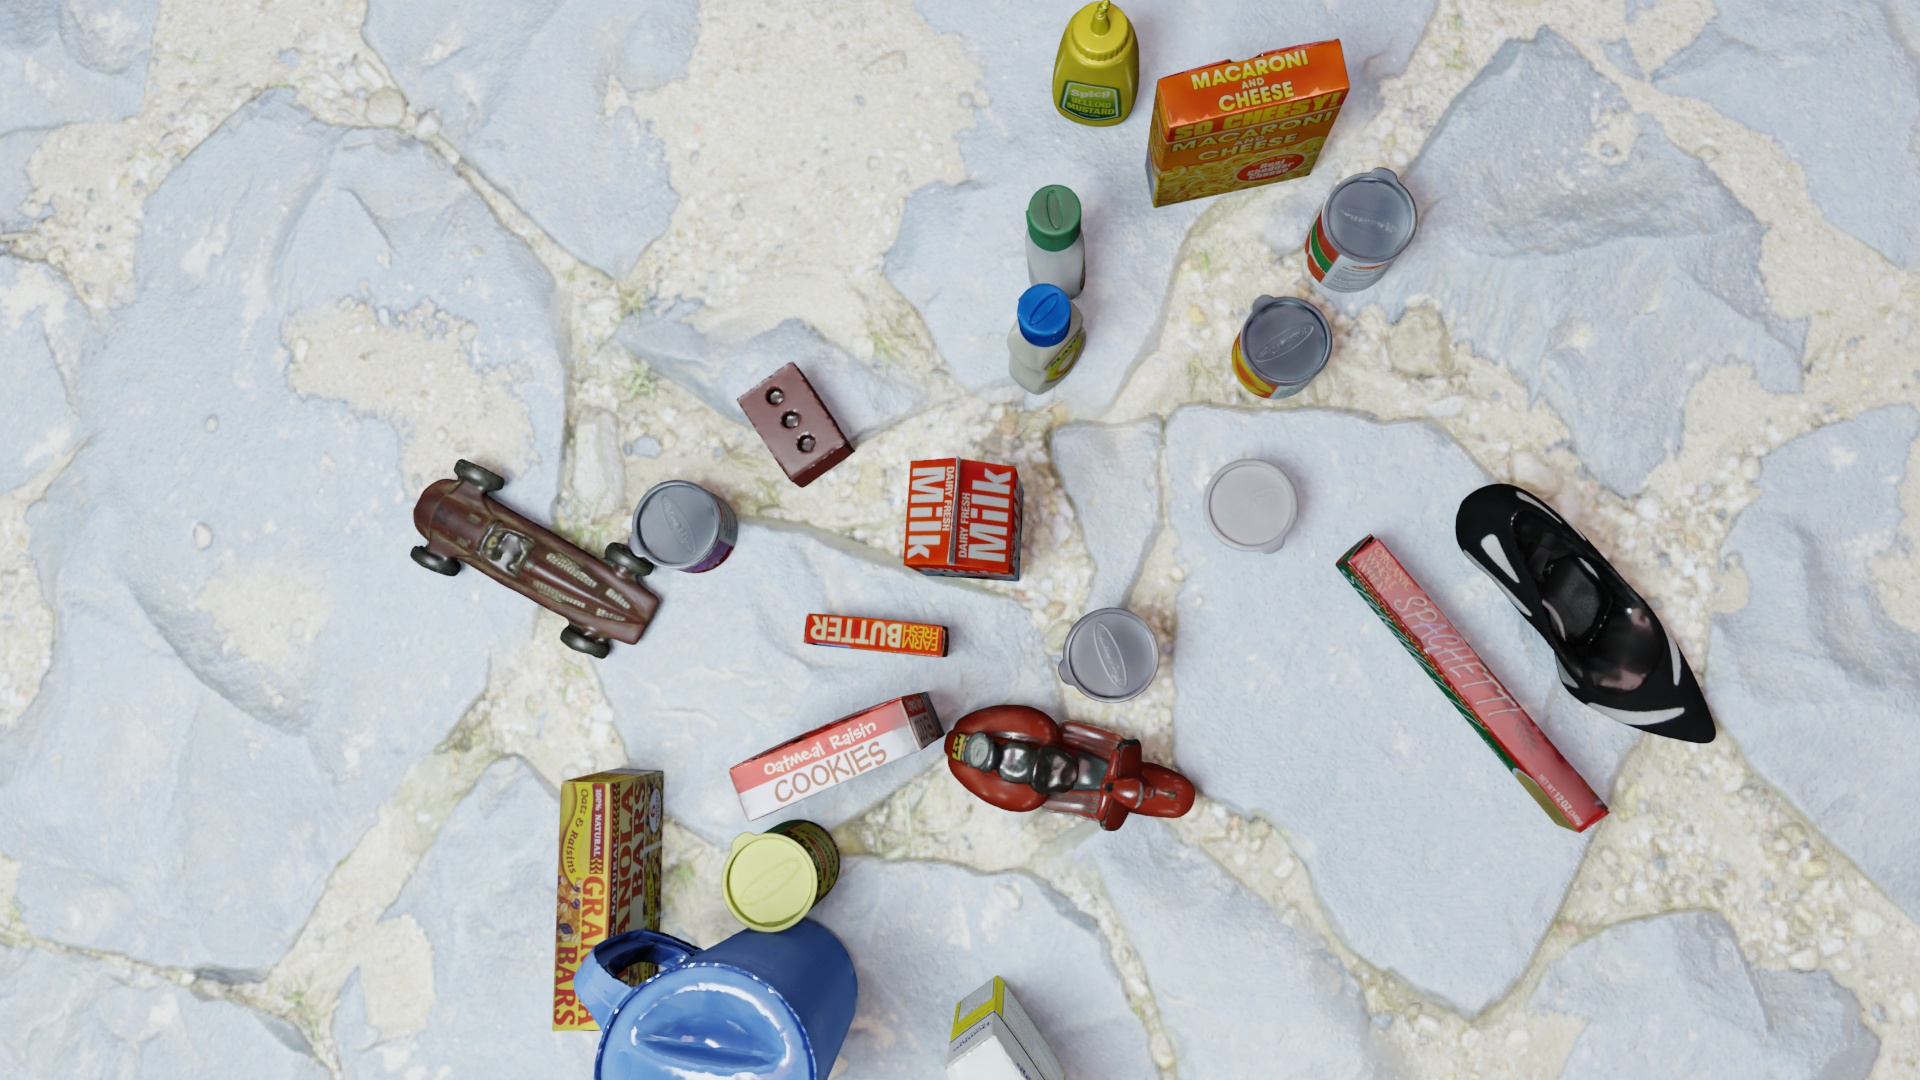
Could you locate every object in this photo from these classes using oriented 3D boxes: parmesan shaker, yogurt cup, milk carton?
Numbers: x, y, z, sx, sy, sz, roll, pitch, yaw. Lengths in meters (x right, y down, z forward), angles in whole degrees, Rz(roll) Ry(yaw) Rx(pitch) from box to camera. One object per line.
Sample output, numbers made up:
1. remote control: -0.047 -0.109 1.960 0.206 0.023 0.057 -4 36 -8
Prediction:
1. parmesan shaker: -0.127 0.235 0.994 0.071 0.103 0.071 0 85 5
2. yogurt cup: 0.210 -0.023 1.019 0.072 0.054 0.072 0 84 5
3. milk carton: 0.003 -0.012 0.965 0.073 0.190 0.072 3 85 5

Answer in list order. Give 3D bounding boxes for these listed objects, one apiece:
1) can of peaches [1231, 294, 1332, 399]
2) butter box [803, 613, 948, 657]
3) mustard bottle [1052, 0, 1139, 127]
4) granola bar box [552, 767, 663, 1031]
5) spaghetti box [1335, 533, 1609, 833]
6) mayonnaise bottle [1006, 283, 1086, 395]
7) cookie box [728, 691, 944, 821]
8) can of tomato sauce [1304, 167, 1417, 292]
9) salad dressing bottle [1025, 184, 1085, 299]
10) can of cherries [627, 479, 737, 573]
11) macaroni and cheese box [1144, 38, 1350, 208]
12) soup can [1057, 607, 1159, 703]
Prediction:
1. can of peaches: 0.235 -0.143 1.027 0.071 0.058 0.071 0 84 5
2. butter box: -0.061 0.071 1.031 0.103 0.053 0.024 5 85 5
3. mustard bottle: 0.099 -0.350 1.007 0.065 0.160 0.049 10 86 5
4. granola bar box: -0.248 0.250 0.991 0.039 0.124 0.165 0 84 5
5. spaghetti box: 0.363 0.101 0.996 0.029 0.050 0.250 -39 83 0
6. mayonnaise bottle: 0.061 -0.147 0.996 0.041 0.148 0.065 41 89 7
7. cookie box: -0.081 0.146 0.967 0.123 0.167 0.040 -23 83 2
8. can of tomato sauce: 0.292 -0.226 1.018 0.071 0.083 0.071 0 85 5
9. salad dressing bottle: 0.069 -0.214 1.002 0.044 0.147 0.064 -8 84 4
10. can of cherries: -0.209 -0.009 1.048 0.071 0.058 0.071 0 84 5
11. macaroni and cheese box: 0.198 -0.294 0.991 0.124 0.166 0.040 -12 84 3
12. soup can: 0.105 0.084 1.001 0.071 0.083 0.071 0 85 5
